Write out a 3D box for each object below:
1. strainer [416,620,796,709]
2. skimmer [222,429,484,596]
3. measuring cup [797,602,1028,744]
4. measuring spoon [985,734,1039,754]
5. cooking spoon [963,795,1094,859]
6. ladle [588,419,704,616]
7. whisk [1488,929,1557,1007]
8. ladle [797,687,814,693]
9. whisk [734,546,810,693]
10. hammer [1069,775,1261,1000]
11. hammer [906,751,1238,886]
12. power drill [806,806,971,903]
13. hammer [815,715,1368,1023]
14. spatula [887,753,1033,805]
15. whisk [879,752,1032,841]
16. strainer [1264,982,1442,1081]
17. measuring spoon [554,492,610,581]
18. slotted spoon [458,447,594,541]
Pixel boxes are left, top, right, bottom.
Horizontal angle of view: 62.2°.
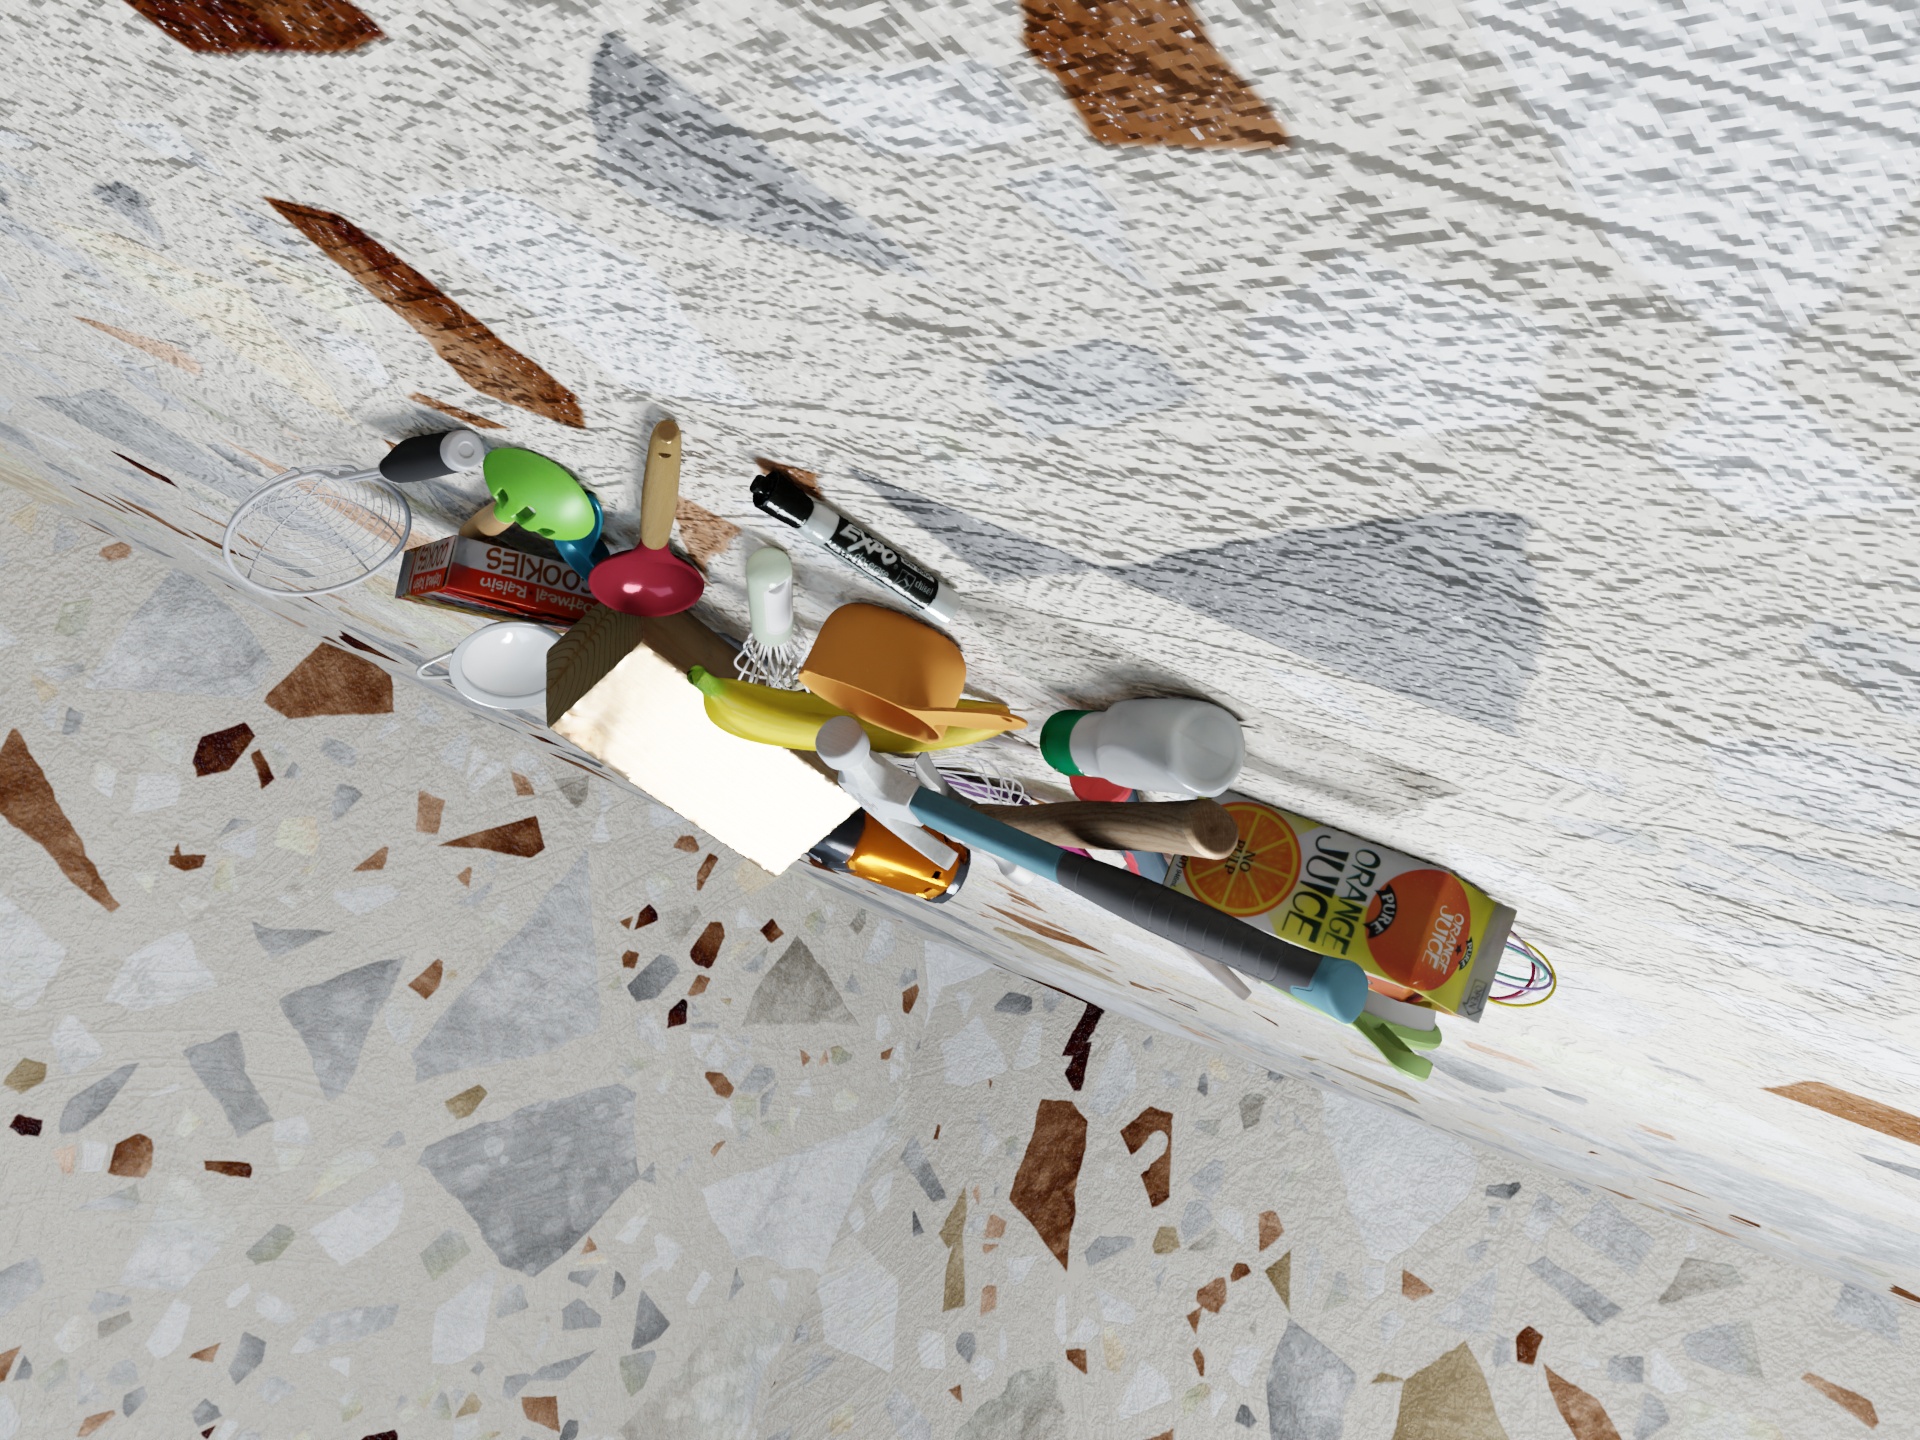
[{"bbox_3d":[-0.242,-0.038,1.112,0.258,0.050,0.086,6,137,-16],"label":"strainer"},{"bbox_3d":[-0.376,-0.127,1.018,0.127,0.090,0.363,-8,-172,-36],"label":"skimmer"},{"bbox_3d":[-0.014,-0.026,0.849,0.095,0.052,0.174,32,165,-36],"label":"measuring cup"},{"bbox_3d":[-0.002,-0.003,1.039,0.124,0.018,0.034,20,171,-18],"label":"measuring spoon"},{"bbox_3d":[0.014,0.074,1.282,0.068,0.017,0.319,39,168,-29],"label":"cooking spoon"},{"bbox_3d":[-0.163,-0.104,0.847,0.069,0.031,0.315,3,171,-13],"label":"ladle"},{"bbox_3d":[0.252,0.117,0.998,0.245,0.047,0.051,23,171,22],"label":"whisk"},{"bbox_3d":[-0.159,-0.015,1.263,0.078,0.062,0.320,23,164,-24],"label":"ladle"},{"bbox_3d":[-0.111,-0.052,0.944,0.059,0.058,0.246,53,167,8],"label":"whisk"},{"bbox_3d":[0.143,0.110,1.125,0.143,0.038,0.386,39,174,23],"label":"hammer"},{"bbox_3d":[0.060,0.061,0.958,0.130,0.031,0.331,36,164,-18],"label":"hammer"},{"bbox_3d":[-0.106,0.082,1.320,0.164,0.084,0.227,22,178,-25],"label":"power drill"},{"bbox_3d":[0.071,0.089,0.902,0.331,0.033,0.128,22,162,27],"label":"hammer"},{"bbox_3d":[-0.065,0.036,1.337,0.316,0.018,0.059,14,171,40],"label":"spatula"},{"bbox_3d":[-0.044,0.044,1.240,0.070,0.070,0.285,32,171,-36],"label":"whisk"},{"bbox_3d":[0.264,0.163,1.021,0.151,0.069,0.256,23,-176,-3],"label":"strainer"},{"bbox_3d":[-0.220,-0.115,0.954,0.042,0.021,0.128,45,158,-3],"label":"measuring spoon"},{"bbox_3d":[-0.288,-0.127,1.000,0.070,0.031,0.314,40,166,-20],"label":"slotted spoon"}]
